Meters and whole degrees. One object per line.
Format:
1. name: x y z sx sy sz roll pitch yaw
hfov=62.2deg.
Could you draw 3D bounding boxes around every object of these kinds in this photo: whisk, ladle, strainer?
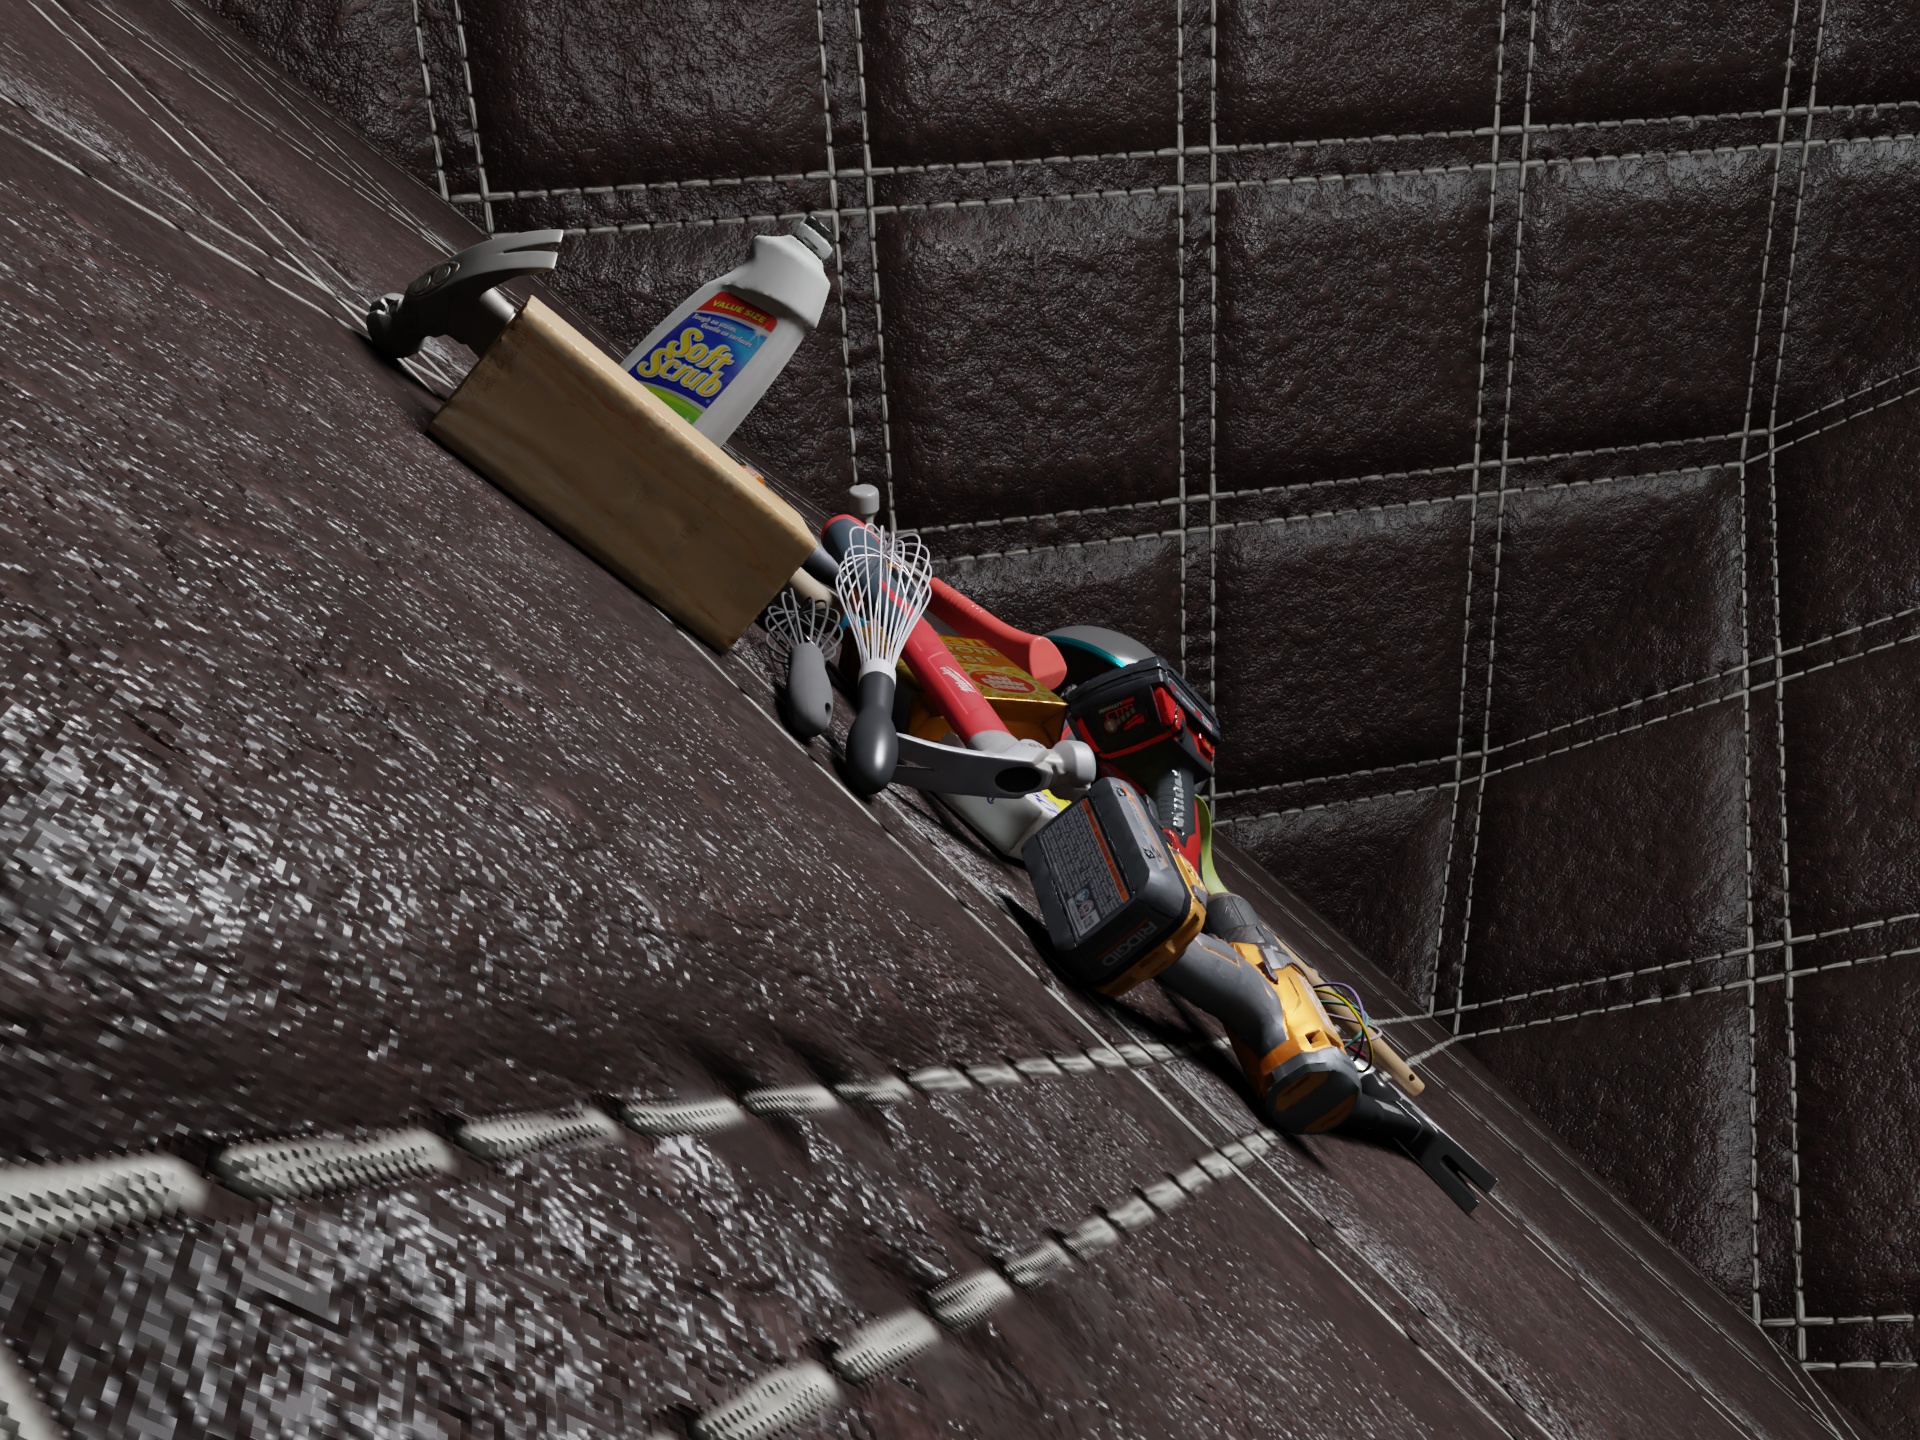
1. whisk: -0.050 -0.042 0.986 0.070 0.070 0.285 38 26 -23
2. ladle: 0.259 0.182 1.267 0.320 0.078 0.062 44 -26 0
3. whisk: -0.097 -0.034 0.993 0.055 0.055 0.239 39 10 -17
4. whisk: 0.221 0.201 1.093 0.047 0.051 0.245 44 -10 -8
5. strainer: 0.091 -0.040 1.596 0.340 0.095 0.210 22 -40 28

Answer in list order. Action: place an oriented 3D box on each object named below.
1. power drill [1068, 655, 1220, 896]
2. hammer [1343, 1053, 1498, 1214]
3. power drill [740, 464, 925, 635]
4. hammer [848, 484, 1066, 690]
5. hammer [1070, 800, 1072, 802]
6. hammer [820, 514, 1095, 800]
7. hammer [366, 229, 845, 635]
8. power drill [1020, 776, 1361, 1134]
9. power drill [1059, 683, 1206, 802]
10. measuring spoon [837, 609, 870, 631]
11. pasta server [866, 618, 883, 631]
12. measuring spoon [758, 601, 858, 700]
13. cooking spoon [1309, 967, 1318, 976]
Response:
1. power drill: 0.135 0.068 1.138 0.187 0.080 0.227 39 37 -46
2. hammer: 0.286 0.278 1.123 0.146 0.035 0.334 43 6 33
3. power drill: -0.143 -0.151 1.449 0.226 0.084 0.164 36 7 -7
4. hammer: -0.014 -0.104 1.533 0.359 0.036 0.149 39 -42 48
5. hammer: 0.153 0.130 1.409 0.405 0.035 0.144 39 5 -17
6. hammer: -0.046 -0.059 1.127 0.143 0.038 0.387 6 27 -27
7. hammer: -0.198 -0.174 1.089 0.410 0.146 0.038 41 44 -47
8. power drill: 0.137 0.128 0.953 0.226 0.084 0.186 40 17 -30
9. power drill: 0.118 0.027 1.419 0.143 0.078 0.219 39 -14 -10
10. measuring spoon: -0.095 -0.082 1.388 0.128 0.042 0.021 20 15 -35
11. pasta server: -0.031 -0.048 1.423 0.316 0.060 0.040 40 46 -71
12. measuring spoon: -0.108 -0.044 1.167 0.124 0.018 0.034 46 -2 -7
13. cooking spoon: 0.207 0.181 1.285 0.318 0.017 0.069 24 22 -45
